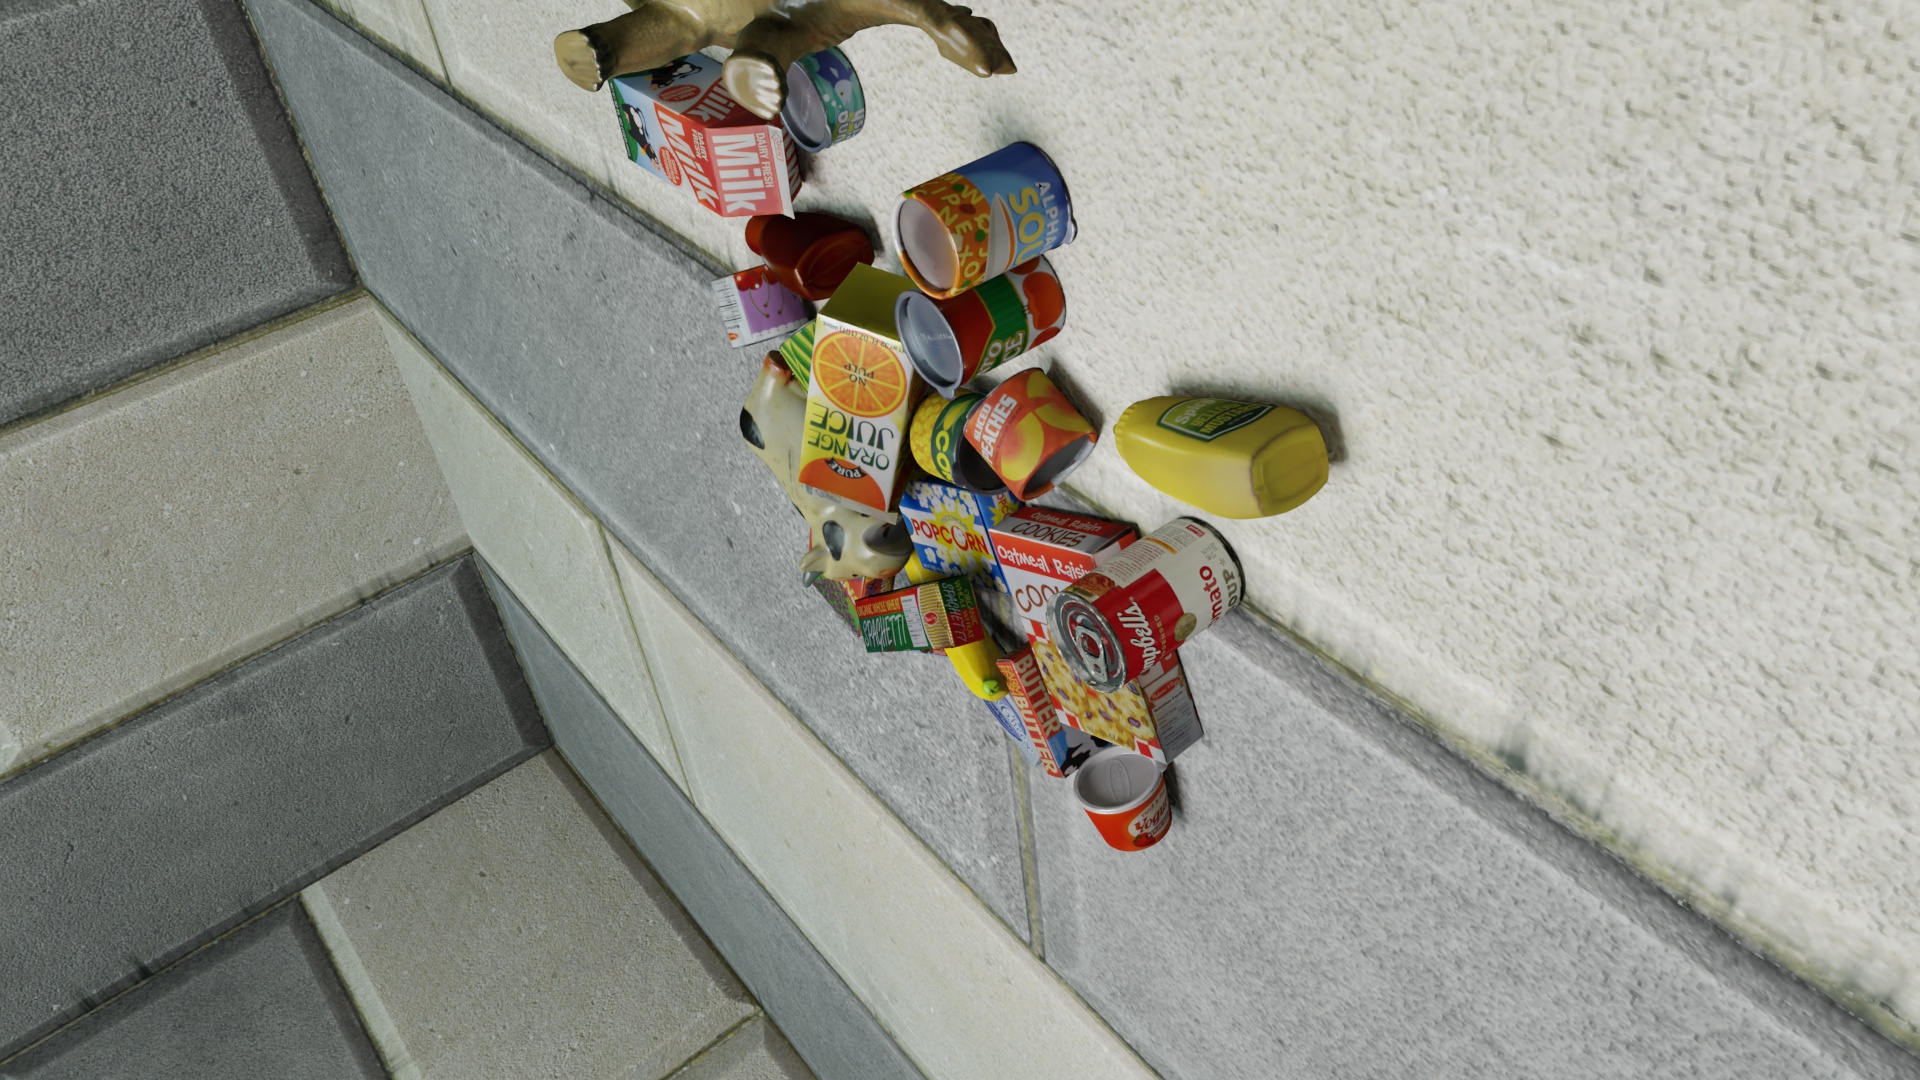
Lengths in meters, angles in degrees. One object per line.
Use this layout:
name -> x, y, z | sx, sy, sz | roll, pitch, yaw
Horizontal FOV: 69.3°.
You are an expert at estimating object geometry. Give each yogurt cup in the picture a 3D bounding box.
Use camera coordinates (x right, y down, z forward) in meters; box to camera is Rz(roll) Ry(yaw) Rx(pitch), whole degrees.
yogurt cup -> 0.123, 0.192, 1.024 | 0.072, 0.072, 0.053 | 23, 145, 51

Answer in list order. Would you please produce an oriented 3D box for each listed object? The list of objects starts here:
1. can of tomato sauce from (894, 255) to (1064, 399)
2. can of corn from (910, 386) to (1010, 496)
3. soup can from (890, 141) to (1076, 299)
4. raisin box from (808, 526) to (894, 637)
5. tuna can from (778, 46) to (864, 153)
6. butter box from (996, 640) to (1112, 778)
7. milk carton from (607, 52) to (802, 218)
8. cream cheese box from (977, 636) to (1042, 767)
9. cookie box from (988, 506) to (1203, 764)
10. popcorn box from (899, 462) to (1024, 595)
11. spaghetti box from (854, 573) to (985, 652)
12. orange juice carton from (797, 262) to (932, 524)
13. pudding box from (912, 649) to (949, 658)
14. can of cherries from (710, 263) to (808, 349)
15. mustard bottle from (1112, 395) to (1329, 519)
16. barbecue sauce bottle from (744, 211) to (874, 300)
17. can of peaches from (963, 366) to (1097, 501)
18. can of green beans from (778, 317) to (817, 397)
can of tomato sauce -> 0.013, -0.136, 0.850 | 0.071, 0.083, 0.070 | 42, 149, 32
can of corn -> 0.006, -0.068, 0.951 | 0.058, 0.071, 0.071 | 25, 138, 51
soup can -> 0.013, -0.183, 0.800 | 0.071, 0.084, 0.071 | 41, 149, 32
raisin box -> -0.102, 0.021, 1.277 | 0.086, 0.040, 0.122 | 49, 152, 23
tuna can -> -0.095, -0.296, 0.934 | 0.071, 0.033, 0.070 | 42, 150, 32
butter box -> 0.072, 0.123, 1.054 | 0.024, 0.053, 0.103 | -5, 113, 60
milk carton -> -0.182, -0.302, 1.040 | 0.191, 0.074, 0.072 | 37, 146, 38
cream cheese box -> 0.043, 0.133, 1.151 | 0.104, 0.024, 0.053 | 50, 152, 19
cookie box -> 0.093, 0.062, 0.967 | 0.123, 0.040, 0.167 | 14, 130, 56
popcorn box -> 0.004, -0.013, 1.051 | 0.127, 0.038, 0.085 | 15, 131, 56
spaghetti box -> -0.038, 0.061, 1.105 | 0.249, 0.029, 0.050 | 164, 92, -71
orange juice carton -> -0.065, -0.091, 0.990 | 0.072, 0.073, 0.191 | 20, 133, 7
pudding box -> -0.027, 0.072, 1.206 | 0.083, 0.030, 0.049 | 3, 120, 61
can of cherries -> -0.160, -0.193, 1.124 | 0.071, 0.072, 0.058 | 5, 115, 60
mustard bottle -> 0.127, -0.051, 0.759 | 0.160, 0.065, 0.048 | 23, 134, 58
barbecue sauce bottle -> -0.120, -0.218, 1.035 | 0.149, 0.065, 0.043 | 36, 159, 56
can of peaches -> 0.044, -0.067, 0.884 | 0.058, 0.071, 0.071 | 51, 153, 16
can of green beans -> -0.097, -0.139, 1.067 | 0.058, 0.071, 0.071 | 59, 154, 0
